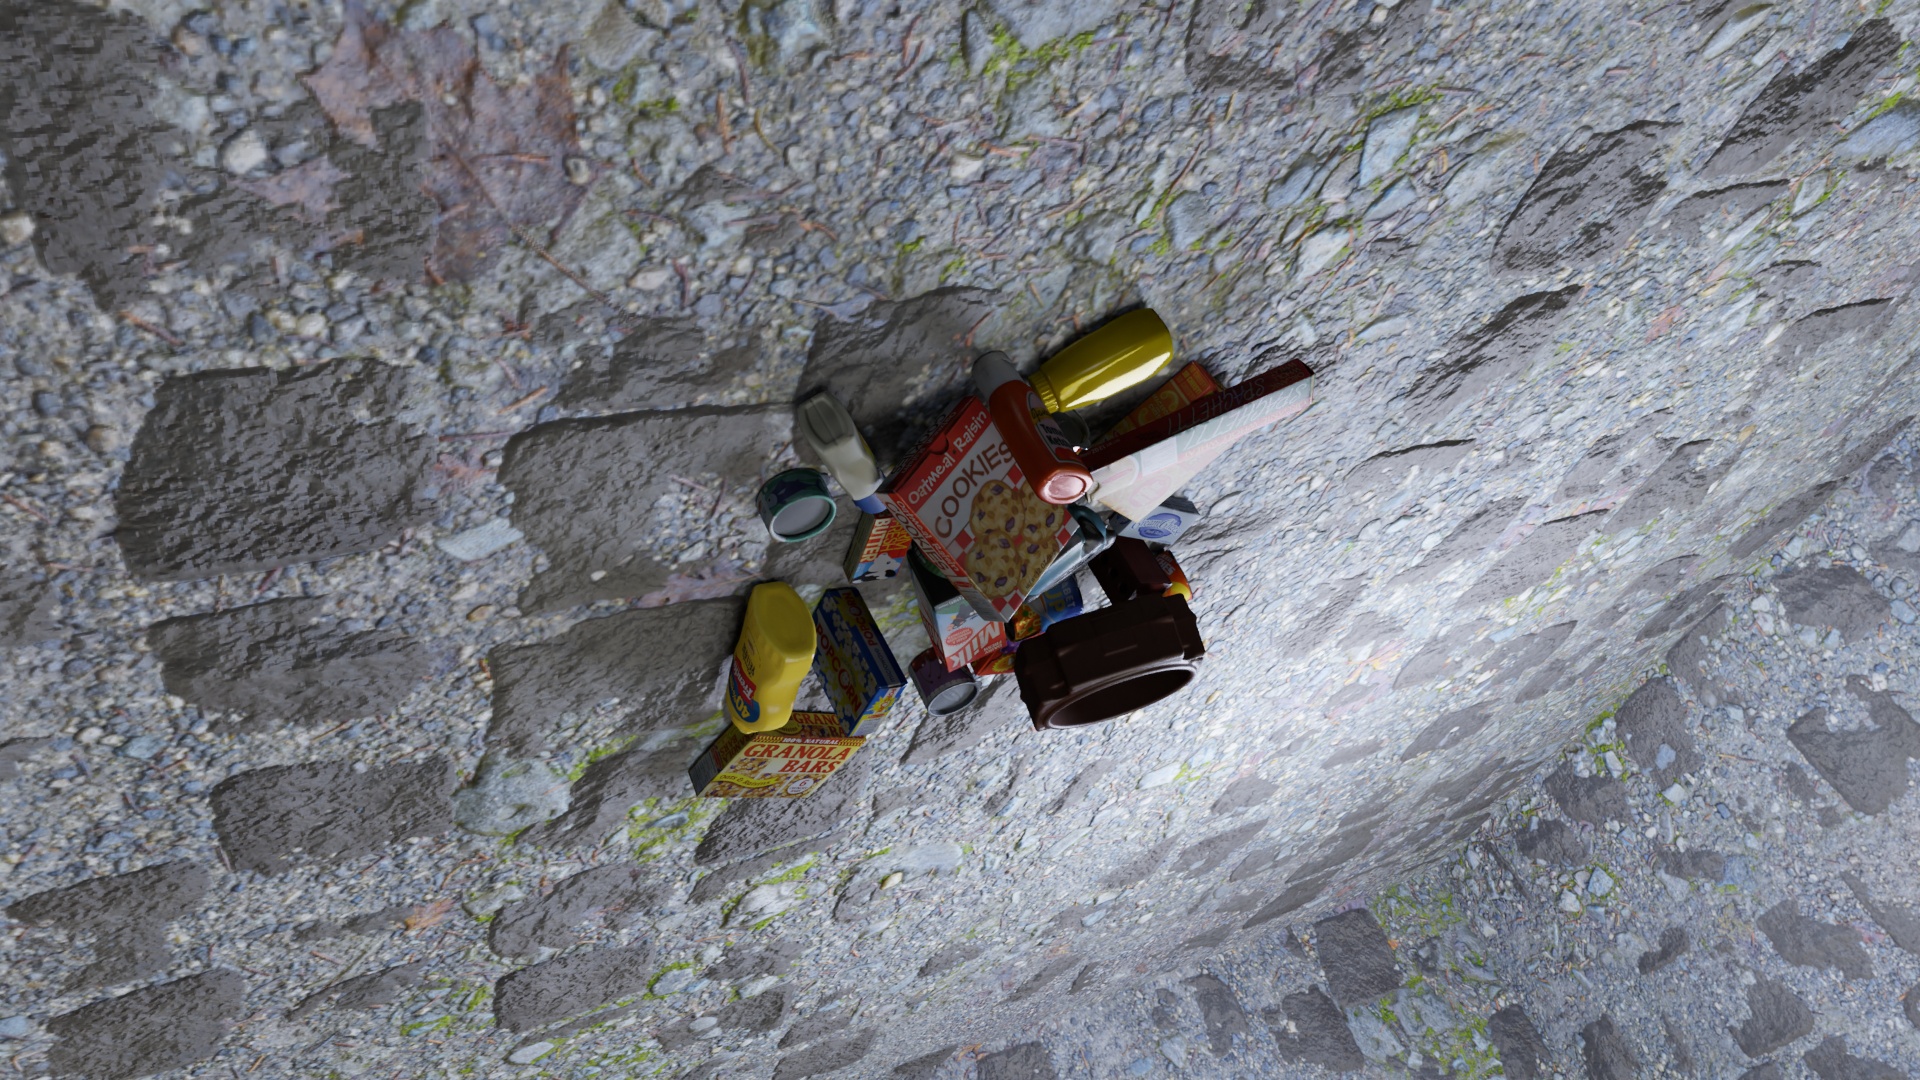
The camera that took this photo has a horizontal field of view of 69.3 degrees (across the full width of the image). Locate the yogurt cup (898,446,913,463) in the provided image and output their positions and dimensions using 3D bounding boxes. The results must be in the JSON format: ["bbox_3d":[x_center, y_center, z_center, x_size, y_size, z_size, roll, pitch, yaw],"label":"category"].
[{"bbox_3d":[-0.023,-0.056,1.276,0.072,0.073,0.054,-42,139,20],"label":"yogurt cup"}]

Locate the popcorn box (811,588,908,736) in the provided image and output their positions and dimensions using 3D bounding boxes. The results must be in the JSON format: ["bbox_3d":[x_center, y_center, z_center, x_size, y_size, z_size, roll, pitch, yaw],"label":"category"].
[{"bbox_3d":[-0.110,0.123,1.404,0.038,0.127,0.084,-6,142,-37],"label":"popcorn box"}]

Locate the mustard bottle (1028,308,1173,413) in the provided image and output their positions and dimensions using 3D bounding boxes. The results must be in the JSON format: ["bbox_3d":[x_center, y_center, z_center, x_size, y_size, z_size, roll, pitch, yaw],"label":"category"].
[{"bbox_3d":[0.113,-0.153,1.256,0.160,0.049,0.065,-26,149,-4],"label":"mustard bottle"}]

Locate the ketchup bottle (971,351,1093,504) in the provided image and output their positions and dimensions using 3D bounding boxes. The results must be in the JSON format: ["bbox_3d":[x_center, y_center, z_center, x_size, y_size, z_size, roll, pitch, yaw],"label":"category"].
[{"bbox_3d":[0.056,-0.099,1.192,0.043,0.149,0.065,-44,146,23],"label":"ketchup bottle"}]

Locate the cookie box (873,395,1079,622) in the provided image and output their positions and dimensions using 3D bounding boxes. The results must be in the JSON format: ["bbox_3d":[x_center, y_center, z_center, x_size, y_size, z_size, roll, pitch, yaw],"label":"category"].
[{"bbox_3d":[0.018,-0.028,1.239,0.167,0.040,0.123,50,63,-24],"label":"cookie box"}]

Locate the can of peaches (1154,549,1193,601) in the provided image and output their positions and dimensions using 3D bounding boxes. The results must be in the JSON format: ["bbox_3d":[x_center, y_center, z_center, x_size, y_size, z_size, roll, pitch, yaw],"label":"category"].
[{"bbox_3d":[0.232,0.051,1.636,0.058,0.071,0.071,-27,149,-2],"label":"can of peaches"}]

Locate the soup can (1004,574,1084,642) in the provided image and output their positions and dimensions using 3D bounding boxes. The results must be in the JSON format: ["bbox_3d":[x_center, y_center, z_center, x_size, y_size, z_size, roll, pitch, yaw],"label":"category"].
[{"bbox_3d":[0.086,0.068,1.540,0.084,0.071,0.071,-19,148,-15],"label":"soup can"}]

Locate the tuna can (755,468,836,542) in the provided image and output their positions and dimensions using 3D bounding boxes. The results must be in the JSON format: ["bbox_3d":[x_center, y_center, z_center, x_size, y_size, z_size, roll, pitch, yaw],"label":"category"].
[{"bbox_3d":[-0.144,-0.031,1.242,0.071,0.033,0.070,-20,148,-13],"label":"tuna can"}]

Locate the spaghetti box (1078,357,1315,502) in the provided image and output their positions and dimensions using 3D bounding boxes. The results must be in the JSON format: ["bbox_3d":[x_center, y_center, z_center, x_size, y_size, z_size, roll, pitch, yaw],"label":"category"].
[{"bbox_3d":[0.229,-0.108,1.356,0.250,0.029,0.050,-24,145,-6],"label":"spaghetti box"}]

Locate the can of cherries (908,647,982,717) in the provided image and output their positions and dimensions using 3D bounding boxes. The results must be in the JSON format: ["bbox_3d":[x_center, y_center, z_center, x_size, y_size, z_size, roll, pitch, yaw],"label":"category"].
[{"bbox_3d":[-0.017,0.160,1.600,0.071,0.058,0.071,-20,147,-14],"label":"can of cherries"}]

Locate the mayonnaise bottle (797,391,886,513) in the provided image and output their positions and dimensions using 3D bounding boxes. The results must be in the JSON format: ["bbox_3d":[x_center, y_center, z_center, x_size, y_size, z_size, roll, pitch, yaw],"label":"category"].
[{"bbox_3d":[-0.095,-0.069,1.202,0.041,0.065,0.147,-31,153,0],"label":"mayonnaise bottle"}]

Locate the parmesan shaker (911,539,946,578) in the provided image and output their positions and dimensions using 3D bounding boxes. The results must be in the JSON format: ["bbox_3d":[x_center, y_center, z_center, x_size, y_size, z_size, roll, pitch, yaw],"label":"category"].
[{"bbox_3d":[0.005,-0.017,1.345,0.071,0.071,0.102,2,138,-40],"label":"parmesan shaker"}]

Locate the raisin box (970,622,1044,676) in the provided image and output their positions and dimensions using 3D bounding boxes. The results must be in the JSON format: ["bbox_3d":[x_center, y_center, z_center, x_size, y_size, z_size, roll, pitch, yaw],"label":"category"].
[{"bbox_3d":[0.079,0.117,1.632,0.123,0.040,0.085,-1,140,-37],"label":"raisin box"}]

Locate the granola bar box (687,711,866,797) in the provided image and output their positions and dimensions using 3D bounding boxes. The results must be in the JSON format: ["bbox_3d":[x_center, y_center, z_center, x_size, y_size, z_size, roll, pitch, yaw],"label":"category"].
[{"bbox_3d":[-0.208,0.245,1.588,0.166,0.039,0.123,12,131,-47],"label":"granola bar box"}]

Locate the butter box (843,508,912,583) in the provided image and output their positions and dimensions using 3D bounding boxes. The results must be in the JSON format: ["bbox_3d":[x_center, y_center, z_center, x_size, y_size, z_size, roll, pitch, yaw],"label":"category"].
[{"bbox_3d":[-0.076,0.000,1.351,0.053,0.024,0.103,-8,143,-29],"label":"butter box"}]

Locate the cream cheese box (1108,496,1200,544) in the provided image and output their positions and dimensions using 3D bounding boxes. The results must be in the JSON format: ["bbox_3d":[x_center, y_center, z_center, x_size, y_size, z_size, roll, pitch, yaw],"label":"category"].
[{"bbox_3d":[0.217,-0.026,1.550,0.104,0.024,0.053,8,132,-46],"label":"cream cheese box"}]

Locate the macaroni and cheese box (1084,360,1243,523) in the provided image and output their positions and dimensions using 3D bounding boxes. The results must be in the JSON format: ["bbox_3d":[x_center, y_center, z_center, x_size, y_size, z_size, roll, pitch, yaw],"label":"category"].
[{"bbox_3d":[0.209,-0.097,1.423,0.166,0.040,0.123,-40,147,17],"label":"macaroni and cheese box"}]

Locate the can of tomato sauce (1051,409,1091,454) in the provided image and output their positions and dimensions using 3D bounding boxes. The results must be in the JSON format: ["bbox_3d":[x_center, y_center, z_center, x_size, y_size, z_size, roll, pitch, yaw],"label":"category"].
[{"bbox_3d":[0.074,-0.083,1.307,0.071,0.071,0.082,0,140,-38],"label":"can of tomato sauce"}]

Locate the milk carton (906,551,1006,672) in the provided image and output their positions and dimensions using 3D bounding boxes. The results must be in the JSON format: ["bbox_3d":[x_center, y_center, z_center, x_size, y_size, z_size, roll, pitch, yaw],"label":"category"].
[{"bbox_3d":[0.000,0.074,1.473,0.072,0.074,0.189,-23,149,-9],"label":"milk carton"}]
